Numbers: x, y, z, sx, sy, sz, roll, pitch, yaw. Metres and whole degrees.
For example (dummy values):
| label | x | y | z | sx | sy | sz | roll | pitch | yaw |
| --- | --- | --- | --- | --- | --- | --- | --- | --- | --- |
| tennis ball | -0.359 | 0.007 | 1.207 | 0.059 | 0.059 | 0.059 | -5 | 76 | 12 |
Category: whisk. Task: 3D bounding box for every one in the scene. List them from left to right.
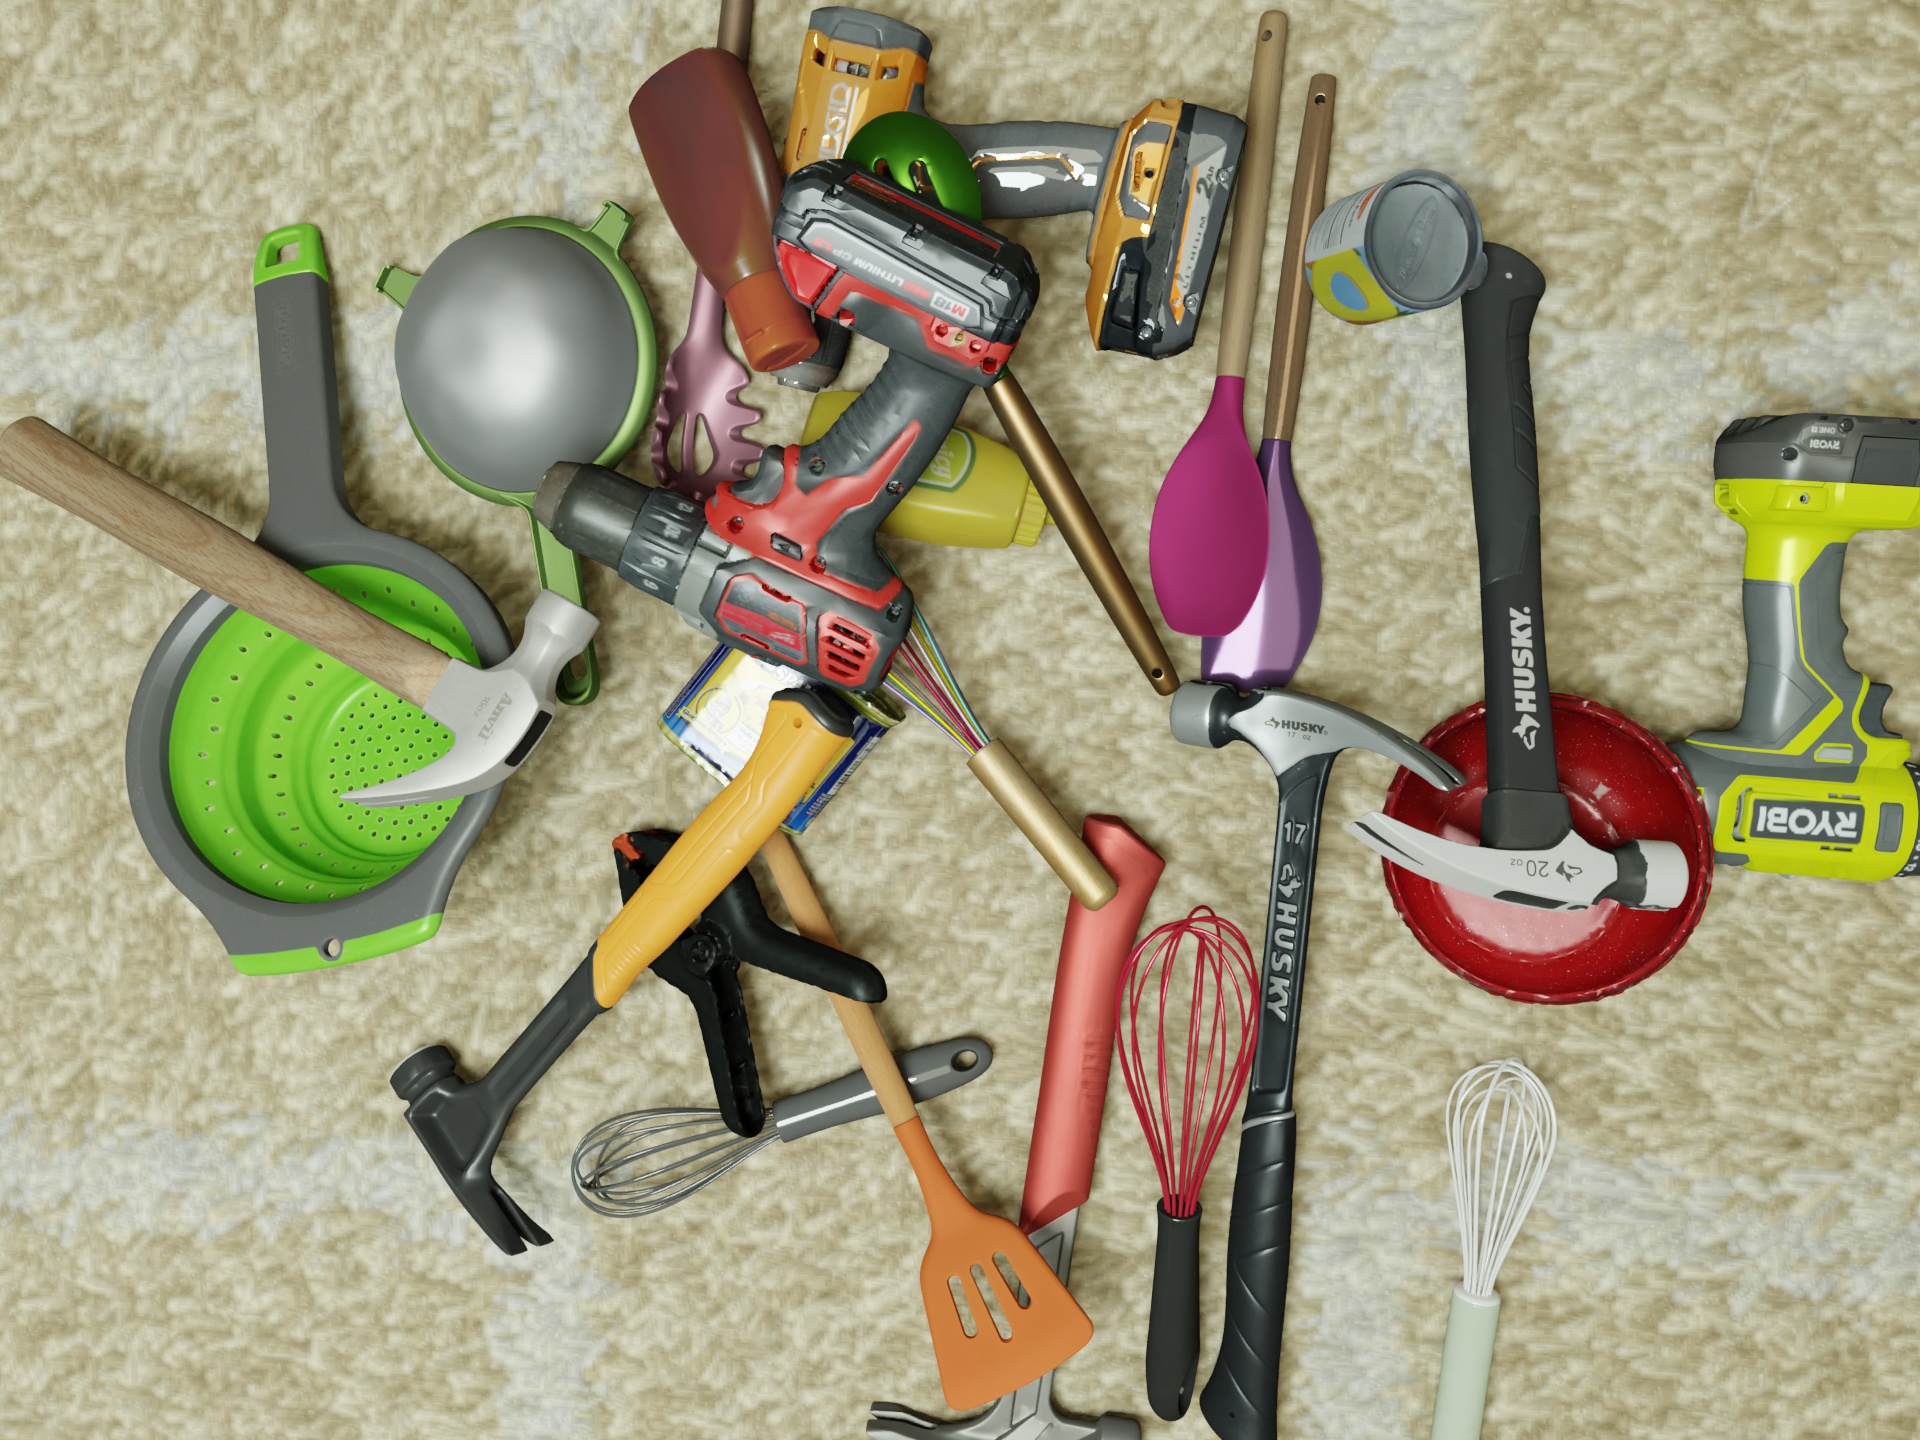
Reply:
| label | x | y | z | sx | sy | sz | roll | pitch | yaw |
| --- | --- | --- | --- | --- | --- | --- | --- | --- | --- |
| whisk | -0.097 | 0.213 | 0.857 | 0.239 | 0.055 | 0.055 | -18 | 93 | 0 |
| whisk | 0.000 | -0.004 | 0.820 | 0.051 | 0.047 | 0.245 | -41 | 84 | 16 |
| whisk | 0.112 | 0.231 | 0.809 | 0.073 | 0.073 | 0.295 | 1 | 107 | 3 |
| whisk | 0.275 | 0.296 | 0.842 | 0.058 | 0.059 | 0.246 | 12 | 101 | 39 |

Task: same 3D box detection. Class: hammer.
| label | x | y | z | sx | sy | sz | roll | pitch | yaw |
| --- | --- | --- | --- | --- | --- | --- | --- | --- | --- |
| hammer | -0.340 | -0.064 | 0.771 | 0.331 | 0.031 | 0.130 | 27 | 83 | 14 |
| hammer | -0.164 | 0.119 | 0.809 | 0.337 | 0.034 | 0.127 | -49 | 67 | 15 |
| hammer | 0.046 | 0.227 | 0.852 | 0.149 | 0.037 | 0.359 | 8 | 95 | 3 |
| hammer | 0.166 | 0.188 | 0.822 | 0.149 | 0.036 | 0.409 | 9 | 101 | 35 |
| hammer | 0.256 | -0.078 | 0.757 | 0.146 | 0.035 | 0.335 | 4 | 73 | -4 |

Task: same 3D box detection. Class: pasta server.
| label | x | y | z | sx | sy | sz | roll | pitch | yaw |
| --- | --- | --- | --- | --- | --- | --- | --- | --- | --- |
| pasta server | -0.123 | -0.264 | 0.822 | 0.060 | 0.040 | 0.316 | 4 | 93 | -32 |

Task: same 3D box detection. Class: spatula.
| label | x | y | z | sx | sy | sz | roll | pitch | yaw |
| --- | --- | --- | --- | --- | --- | --- | --- | --- | --- |
| spatula | -0.039 | 0.185 | 0.821 | 0.081 | 0.041 | 0.323 | -26 | 80 | -5 |
| spatula | 0.169 | -0.170 | 0.822 | 0.060 | 0.018 | 0.316 | 7 | 96 | 11 |

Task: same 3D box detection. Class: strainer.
| label | x | y | z | sx | sy | sz | roll | pitch | yaw |
| --- | --- | --- | --- | --- | --- | --- | --- | --- | --- |
| strainer | -0.226 | -0.133 | 0.804 | 0.151 | 0.069 | 0.256 | -10 | 90 | 16 |

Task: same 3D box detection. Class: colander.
| label | x | y | z | sx | sy | sz | roll | pitch | yaw |
| --- | --- | --- | --- | --- | --- | --- | --- | --- | --- |
| colander | -0.319 | -0.066 | 0.834 | 0.204 | 0.094 | 0.397 | -12 | 76 | 6 |

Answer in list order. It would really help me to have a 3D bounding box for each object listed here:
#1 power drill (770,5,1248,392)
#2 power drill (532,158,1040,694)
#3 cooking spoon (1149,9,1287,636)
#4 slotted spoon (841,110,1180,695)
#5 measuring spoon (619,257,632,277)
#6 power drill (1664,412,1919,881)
| label | x | y | z | sx | sy | sz | roll | pitch | yaw |
| --- | --- | --- | --- | --- | --- | --- | --- | --- | --- |
| power drill | 0.013 | -0.239 | 0.797 | 0.226 | 0.084 | 0.185 | 15 | 101 | 6 |
| power drill | -0.082 | -0.137 | 0.731 | 0.188 | 0.080 | 0.226 | 25 | 116 | -5 |
| cooking spoon | 0.143 | -0.202 | 0.818 | 0.069 | 0.017 | 0.319 | 9 | 94 | 35 |
| slotted spoon | 0.032 | -0.144 | 0.772 | 0.070 | 0.031 | 0.313 | -24 | 108 | 21 |
| measuring spoon | -0.222 | -0.201 | 0.847 | 0.128 | 0.021 | 0.042 | -33 | 85 | 14 |
| power drill | 0.451 | -0.031 | 0.789 | 0.190 | 0.080 | 0.228 | 4 | 98 | 4 |
